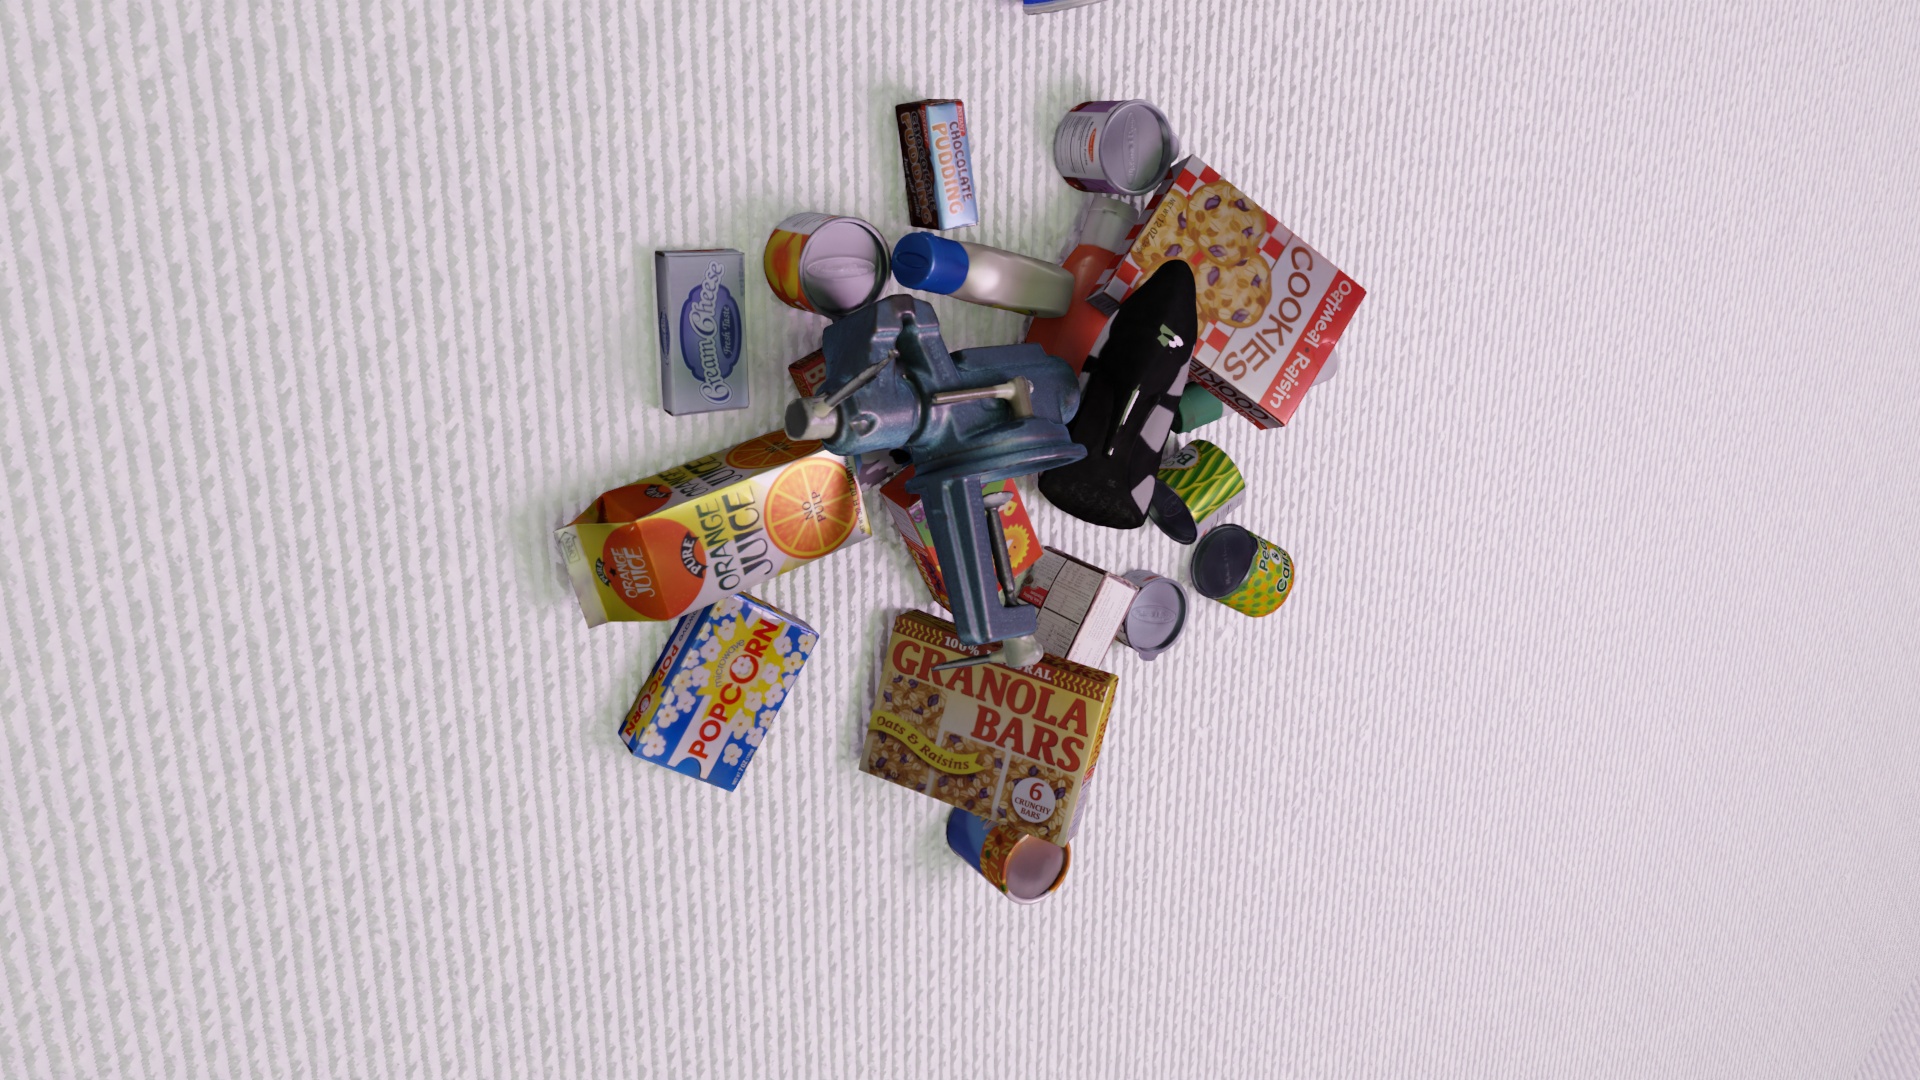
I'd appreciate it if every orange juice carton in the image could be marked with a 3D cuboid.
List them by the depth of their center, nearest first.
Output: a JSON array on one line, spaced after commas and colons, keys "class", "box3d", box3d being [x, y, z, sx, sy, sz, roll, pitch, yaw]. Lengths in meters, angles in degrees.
[{"class": "orange juice carton", "box3d": [-0.161, -0.009, 0.901, 0.193, 0.073, 0.071, -23, 116, -24]}]

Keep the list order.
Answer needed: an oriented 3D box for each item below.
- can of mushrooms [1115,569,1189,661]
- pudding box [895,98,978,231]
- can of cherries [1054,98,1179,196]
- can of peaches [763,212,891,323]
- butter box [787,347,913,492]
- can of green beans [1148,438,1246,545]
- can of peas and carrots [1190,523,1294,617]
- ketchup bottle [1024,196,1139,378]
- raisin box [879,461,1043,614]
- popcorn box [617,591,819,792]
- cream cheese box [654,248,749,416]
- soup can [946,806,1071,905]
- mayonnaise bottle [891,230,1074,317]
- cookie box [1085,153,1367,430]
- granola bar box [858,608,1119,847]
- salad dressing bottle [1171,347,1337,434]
[{"class": "can of mushrooms", "box3d": [0.152, 0.061, 1.141, 0.071, 0.033, 0.070, -10, 109, -30]}, {"class": "pudding box", "box3d": [-0.015, -0.252, 0.933, 0.030, 0.050, 0.083, -18, 113, -25]}, {"class": "can of cherries", "box3d": [0.112, -0.282, 0.999, 0.072, 0.058, 0.071, -9, 108, -30]}, {"class": "can of peaches", "box3d": [-0.088, -0.177, 0.906, 0.071, 0.058, 0.071, -10, 110, -30]}, {"class": "butter box", "box3d": [-0.075, -0.088, 0.961, 0.053, 0.024, 0.103, -34, 120, -20]}, {"class": "can of green beans", "box3d": [0.186, -0.039, 1.112, 0.058, 0.071, 0.071, -37, 120, -18]}, {"class": "can of peas and carrots", "box3d": [0.238, 0.025, 1.162, 0.058, 0.071, 0.071, 24, 91, -35]}, {"class": "ketchup bottle", "box3d": [0.091, -0.176, 1.019, 0.043, 0.065, 0.148, 17, 91, -78]}, {"class": "raisin box", "box3d": [0.004, -0.013, 1.009, 0.086, 0.040, 0.123, -40, 134, -17]}, {"class": "popcorn box", "box3d": [-0.165, 0.098, 0.952, 0.085, 0.038, 0.126, 30, 87, -36]}, {"class": "cream cheese box", "box3d": [-0.165, -0.134, 0.891, 0.053, 0.024, 0.103, -9, 109, -29]}, {"class": "soup can", "box3d": [0.038, 0.236, 1.092, 0.071, 0.084, 0.071, -10, 109, -29]}, {"class": "mayonnaise bottle", "box3d": [0.014, -0.179, 0.941, 0.148, 0.065, 0.041, -2, 108, -52]}, {"class": "cookie box", "box3d": [0.193, -0.176, 0.999, 0.167, 0.040, 0.123, 34, 81, -12]}, {"class": "granola bar box", "box3d": [0.020, 0.133, 1.008, 0.039, 0.166, 0.124, -10, 116, -69]}, {"class": "salad dressing bottle", "box3d": [0.232, -0.127, 1.121, 0.148, 0.064, 0.044, -23, 108, -16]}]
